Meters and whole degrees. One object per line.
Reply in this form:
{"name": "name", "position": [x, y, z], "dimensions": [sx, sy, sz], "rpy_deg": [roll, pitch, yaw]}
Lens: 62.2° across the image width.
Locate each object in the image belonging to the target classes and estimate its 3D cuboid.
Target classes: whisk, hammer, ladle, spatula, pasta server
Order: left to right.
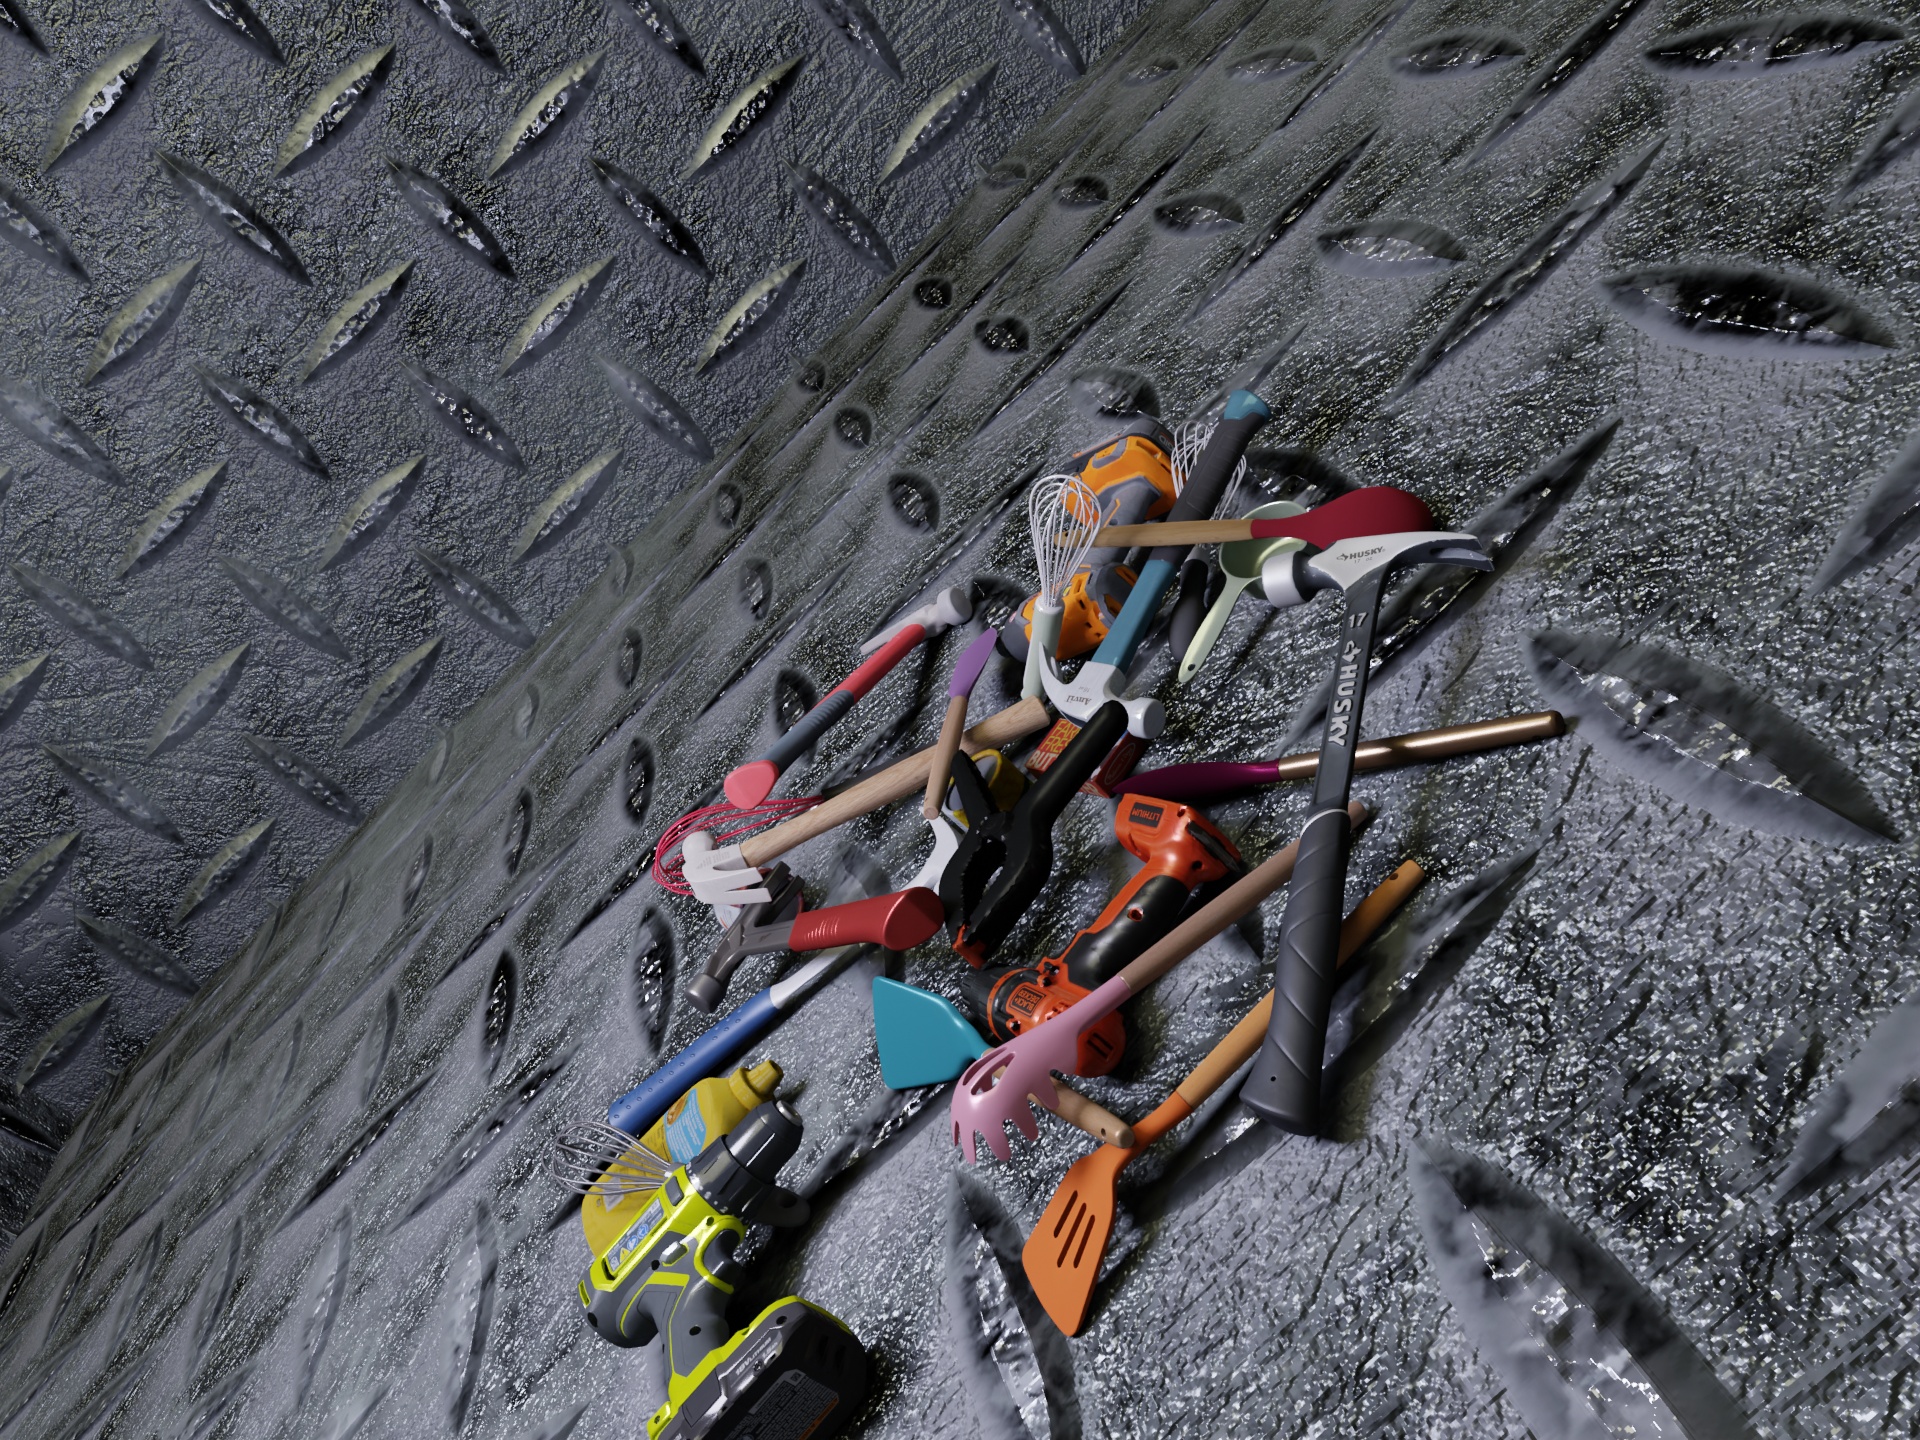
{"name": "whisk", "position": [-0.211, 0.336, 1.162], "dimensions": [0.239, 0.055, 0.055], "rpy_deg": [4, 51, 29]}
{"name": "hammer", "position": [-0.145, 0.222, 1.330], "dimensions": [0.405, 0.035, 0.144], "rpy_deg": [-40, 25, 17]}
{"name": "whisk", "position": [-0.138, 0.080, 1.416], "dimensions": [0.296, 0.073, 0.073], "rpy_deg": [-22, 25, -2]}
{"name": "hammer", "position": [-0.106, 0.155, 1.237], "dimensions": [0.149, 0.036, 0.359], "rpy_deg": [-54, 16, -27]}
{"name": "hammer", "position": [-0.121, -0.015, 1.510], "dimensions": [0.143, 0.038, 0.386], "rpy_deg": [-29, 10, 35]}
{"name": "hammer", "position": [-0.076, 0.064, 1.325], "dimensions": [0.331, 0.031, 0.130], "rpy_deg": [-26, 22, -4]}
{"name": "spatula", "position": [-0.002, -0.004, 1.330], "dimensions": [0.059, 0.018, 0.316], "rpy_deg": [-42, 15, 25]}
{"name": "spatula", "position": [0.020, 0.223, 1.000], "dimensions": [0.044, 0.082, 0.317], "rpy_deg": [-8, 4, -22]}
{"name": "whisk", "position": [0.073, -0.101, 1.294], "dimensions": [0.246, 0.059, 0.058], "rpy_deg": [98, -165, -46]}
{"name": "pasta server", "position": [0.120, 0.145, 0.932], "dimensions": [0.316, 0.040, 0.060], "rpy_deg": [-34, 26, -14]}
{"name": "hammer", "position": [0.167, -0.132, 1.259], "dimensions": [0.128, 0.033, 0.331], "rpy_deg": [10, 62, 42]}
{"name": "whisk", "position": [0.199, -0.153, 1.318], "dimensions": [0.070, 0.070, 0.285], "rpy_deg": [-27, 36, 38]}
{"name": "spatula", "position": [0.148, 0.201, 0.891], "dimensions": [0.322, 0.041, 0.081], "rpy_deg": [-44, 23, -3]}
{"name": "ladle", "position": [0.201, -0.144, 1.201], "dimensions": [0.315, 0.031, 0.069], "rpy_deg": [2, 57, 40]}
{"name": "hammer", "position": [0.219, 0.046, 0.921], "dimensions": [0.149, 0.036, 0.409], "rpy_deg": [-12, 47, 37]}

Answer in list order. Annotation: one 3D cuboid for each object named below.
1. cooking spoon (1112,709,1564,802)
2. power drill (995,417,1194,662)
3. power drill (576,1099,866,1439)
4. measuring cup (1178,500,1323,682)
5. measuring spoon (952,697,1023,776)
{"name": "cooking spoon", "position": [0.226, 0.027, 1.003], "dimensions": [0.319, 0.068, 0.017], "rpy_deg": [-14, 67, 44]}
{"name": "power drill", "position": [0.114, -0.149, 1.421], "dimensions": [0.164, 0.084, 0.227], "rpy_deg": [-22, 38, 48]}
{"name": "power drill", "position": [-0.147, 0.365, 1.019], "dimensions": [0.190, 0.080, 0.229], "rpy_deg": [-48, 32, -1]}
{"name": "measuring cup", "position": [0.216, -0.089, 1.201], "dimensions": [0.083, 0.038, 0.167], "rpy_deg": [17, 70, 50]}
{"name": "measuring spoon", "position": [0.029, 0.023, 1.380], "dimensions": [0.128, 0.021, 0.042], "rpy_deg": [-45, 21, -18]}
